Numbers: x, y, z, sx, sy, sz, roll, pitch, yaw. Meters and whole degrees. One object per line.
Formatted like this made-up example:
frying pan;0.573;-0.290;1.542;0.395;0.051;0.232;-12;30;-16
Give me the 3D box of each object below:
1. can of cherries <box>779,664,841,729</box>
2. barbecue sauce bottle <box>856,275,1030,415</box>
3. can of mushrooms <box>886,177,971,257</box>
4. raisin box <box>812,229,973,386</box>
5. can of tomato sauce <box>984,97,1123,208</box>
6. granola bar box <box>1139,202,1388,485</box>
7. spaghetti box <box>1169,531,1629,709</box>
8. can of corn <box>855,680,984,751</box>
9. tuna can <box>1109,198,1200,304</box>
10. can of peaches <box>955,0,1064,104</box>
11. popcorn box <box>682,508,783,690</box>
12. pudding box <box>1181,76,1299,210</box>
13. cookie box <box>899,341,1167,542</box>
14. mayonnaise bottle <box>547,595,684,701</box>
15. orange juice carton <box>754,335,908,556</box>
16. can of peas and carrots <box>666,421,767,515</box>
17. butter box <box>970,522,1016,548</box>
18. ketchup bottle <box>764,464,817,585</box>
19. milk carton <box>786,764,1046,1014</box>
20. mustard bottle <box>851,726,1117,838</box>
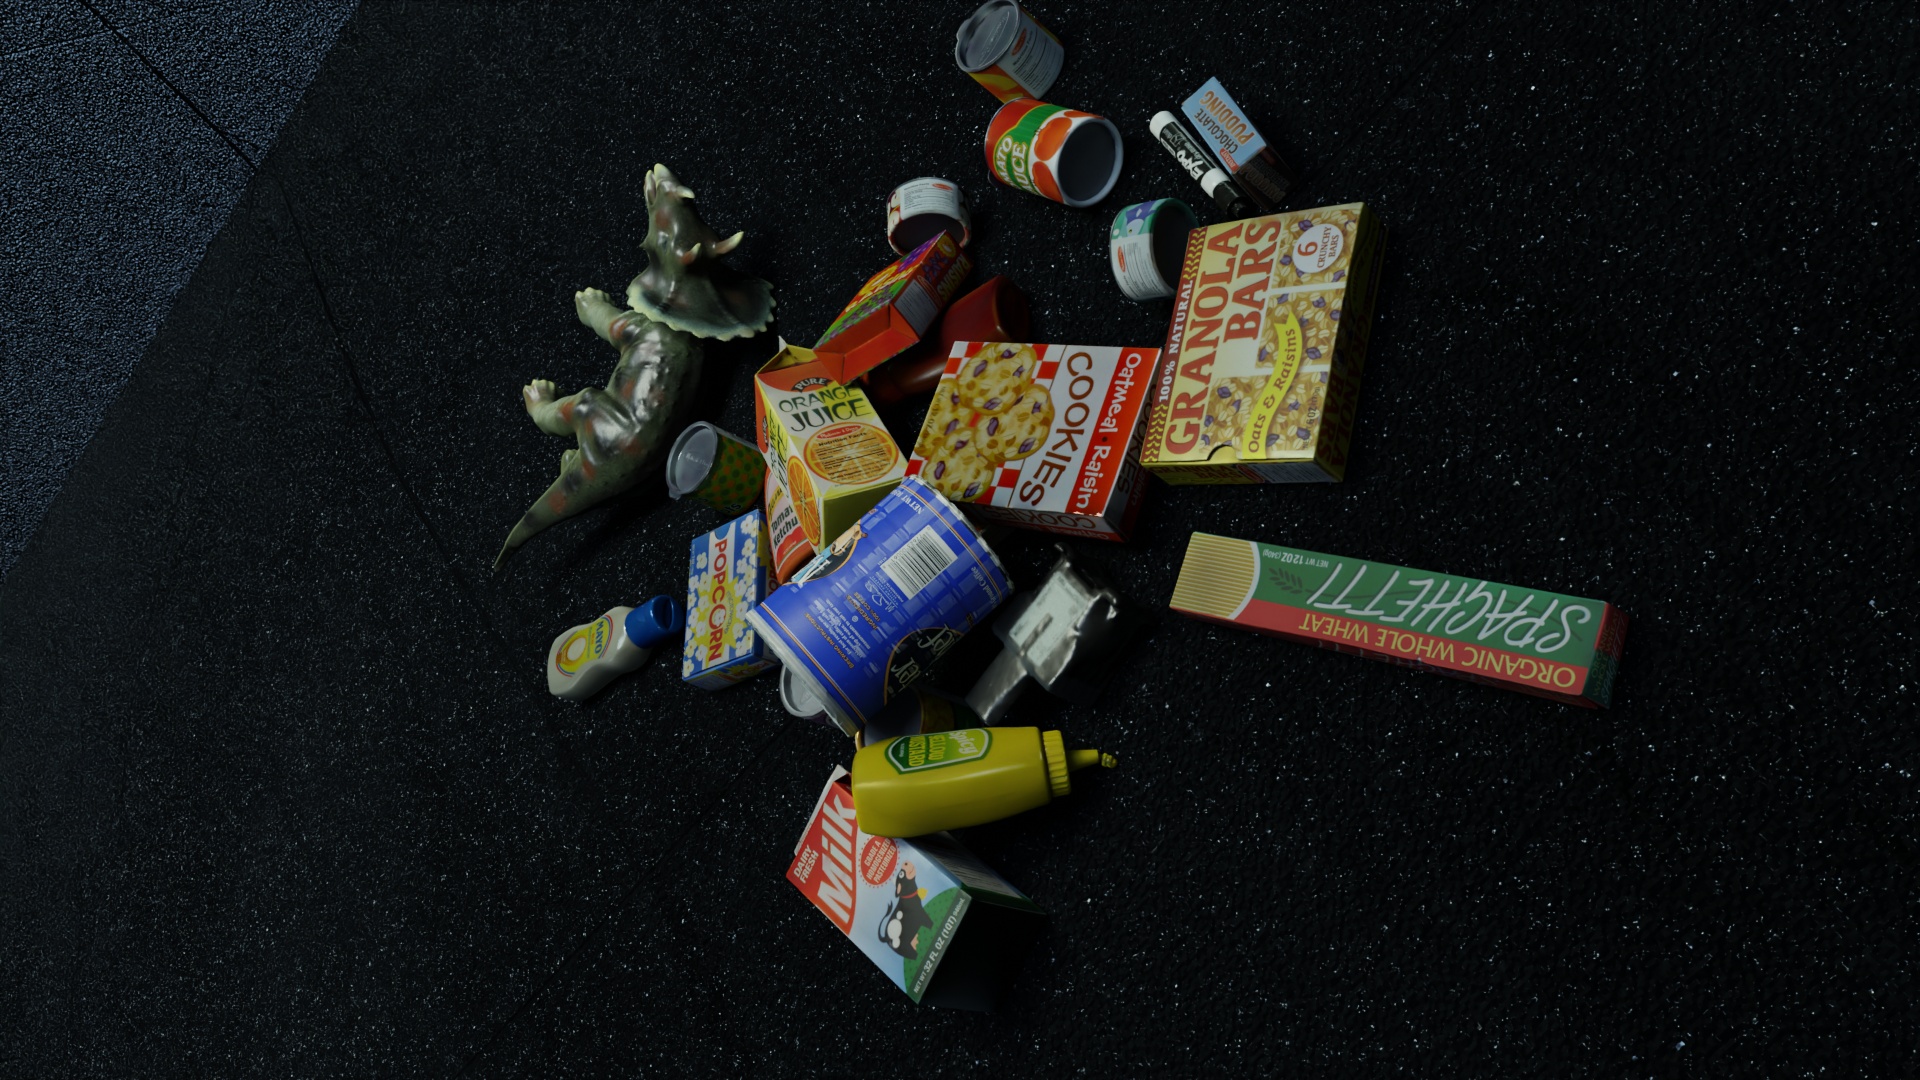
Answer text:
can of cherries;-0.084;0.102;0.988;0.071;0.058;0.072;-20;58;35
barbecue sauce bottle;-0.017;-0.141;1.048;0.148;0.043;0.065;-26;42;34
can of mushrooms;-0.025;-0.250;1.093;0.071;0.071;0.033;-23;58;35
raisin box;-0.049;-0.178;1.057;0.086;0.040;0.124;-26;23;36
can of tomato sauce;0.067;-0.283;1.018;0.083;0.071;0.071;33;95;46
granola bar box;0.184;-0.118;0.850;0.124;0.039;0.166;1;72;44
spaghetti box;0.224;0.038;0.747;0.250;0.028;0.050;11;80;46
can of corn;-0.028;0.131;0.920;0.071;0.058;0.071;-20;58;37
tuna can;0.132;-0.192;0.917;0.033;0.071;0.071;0;71;43
can of peaches;0.038;-0.386;1.101;0.071;0.058;0.071;-20;59;37
popcorn box;-0.180;0.049;1.118;0.085;0.038;0.127;-23;57;36
pudding box;0.183;-0.260;0.911;0.030;0.049;0.084;-40;48;22
cookie box;0.052;-0.069;0.928;0.167;0.040;0.123;8;69;37
mayonnaise bottle;-0.301;0.090;1.211;0.147;0.041;0.065;-27;53;33
orange juice carton;-0.105;-0.075;1.055;0.071;0.073;0.193;95;152;-44
can of peas and carrots;-0.207;-0.058;1.179;0.071;0.058;0.071;-20;59;37
butter box;0.004;-0.012;0.982;0.103;0.024;0.053;-40;49;23
ketchup bottle;-0.129;-0.034;1.105;0.064;0.043;0.149;-43;46;30
milk carton;-0.043;0.215;0.884;0.191;0.073;0.072;29;93;47
mustard bottle;0.015;0.141;0.846;0.160;0.048;0.065;-9;21;1
